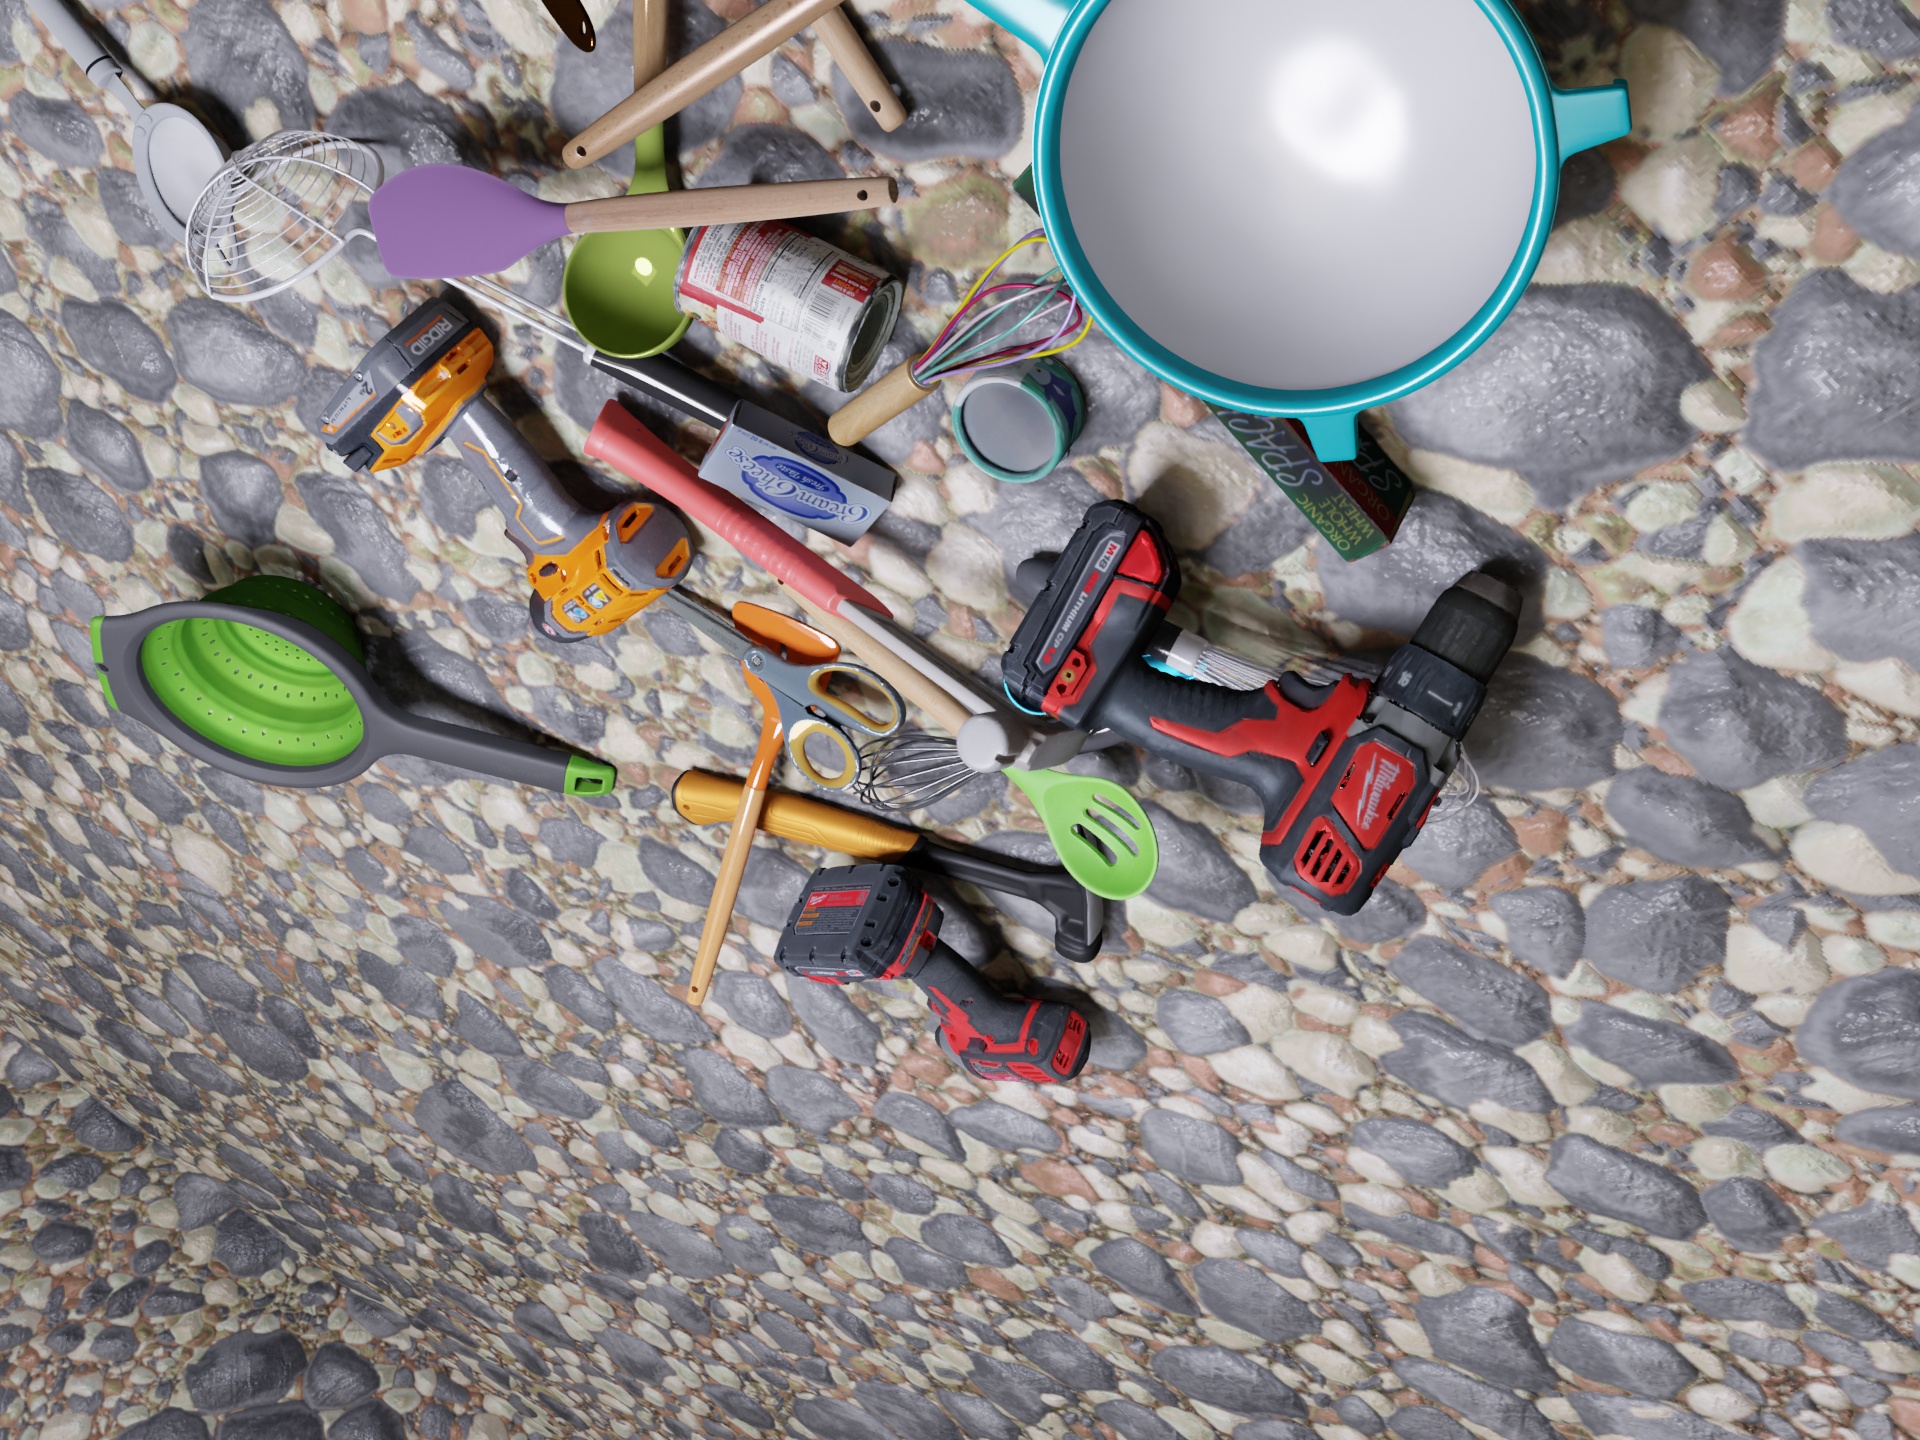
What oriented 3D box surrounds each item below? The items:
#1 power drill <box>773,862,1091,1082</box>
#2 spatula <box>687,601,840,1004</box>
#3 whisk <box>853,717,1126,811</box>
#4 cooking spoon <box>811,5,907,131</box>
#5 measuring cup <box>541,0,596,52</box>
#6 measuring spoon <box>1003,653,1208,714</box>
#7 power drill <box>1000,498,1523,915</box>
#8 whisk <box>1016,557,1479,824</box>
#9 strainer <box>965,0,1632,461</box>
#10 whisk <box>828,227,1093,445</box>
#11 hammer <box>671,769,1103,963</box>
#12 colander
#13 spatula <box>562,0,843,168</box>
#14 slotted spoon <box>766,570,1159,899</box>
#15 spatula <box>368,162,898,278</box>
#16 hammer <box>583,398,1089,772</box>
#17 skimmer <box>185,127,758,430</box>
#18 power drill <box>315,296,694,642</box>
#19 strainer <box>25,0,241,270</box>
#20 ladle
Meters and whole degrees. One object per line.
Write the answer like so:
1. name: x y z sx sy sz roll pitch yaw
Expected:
1. power drill: -0.021 0.194 1.156 0.219 0.079 0.143 40 150 -29
2. spatula: -0.155 0.069 1.124 0.081 0.041 0.322 23 111 12
3. whisk: 0.021 0.019 1.019 0.239 0.055 0.055 -15 120 35
4. cooking spoon: -0.121 -0.410 0.722 0.069 0.017 0.318 -18 117 43
5. measuring cup: -0.179 -0.358 0.724 0.174 0.052 0.095 58 146 26
6. measuring spoon: 0.088 -0.030 0.954 0.128 0.021 0.042 -6 111 24
7. power drill: 0.157 -0.031 0.825 0.227 0.080 0.188 32 96 13
8. whisk: 0.156 -0.024 0.889 0.285 0.070 0.070 28 138 12
9. strainer: 0.090 -0.276 0.661 0.340 0.095 0.211 34 137 0
10. whisk: -0.007 -0.181 0.812 0.047 0.051 0.245 31 157 -23
11. hammer: -0.060 0.082 1.131 0.337 0.034 0.127 13 135 21
12. colander: -0.459 -0.025 1.251 0.397 0.095 0.204 15 137 -6
13. spatula: -0.068 -0.326 0.723 0.317 0.044 0.082 -16 120 34
14. slotted spoon: -0.002 -0.003 0.982 0.314 0.031 0.070 39 121 12
15. spatula: -0.177 -0.261 0.813 0.316 0.018 0.059 4 117 22
16. hammer: -0.082 -0.084 0.939 0.359 0.149 0.036 36 108 18
17. skimmer: -0.274 -0.235 0.938 0.363 0.127 0.090 26 156 -9
18. power drill: -0.299 -0.144 1.035 0.226 0.084 0.164 45 139 -17
19. strainer: -0.513 -0.389 0.968 0.087 0.050 0.258 -29 105 38
20. ladle: -0.160 -0.320 0.790 0.078 0.062 0.320 23 139 7
